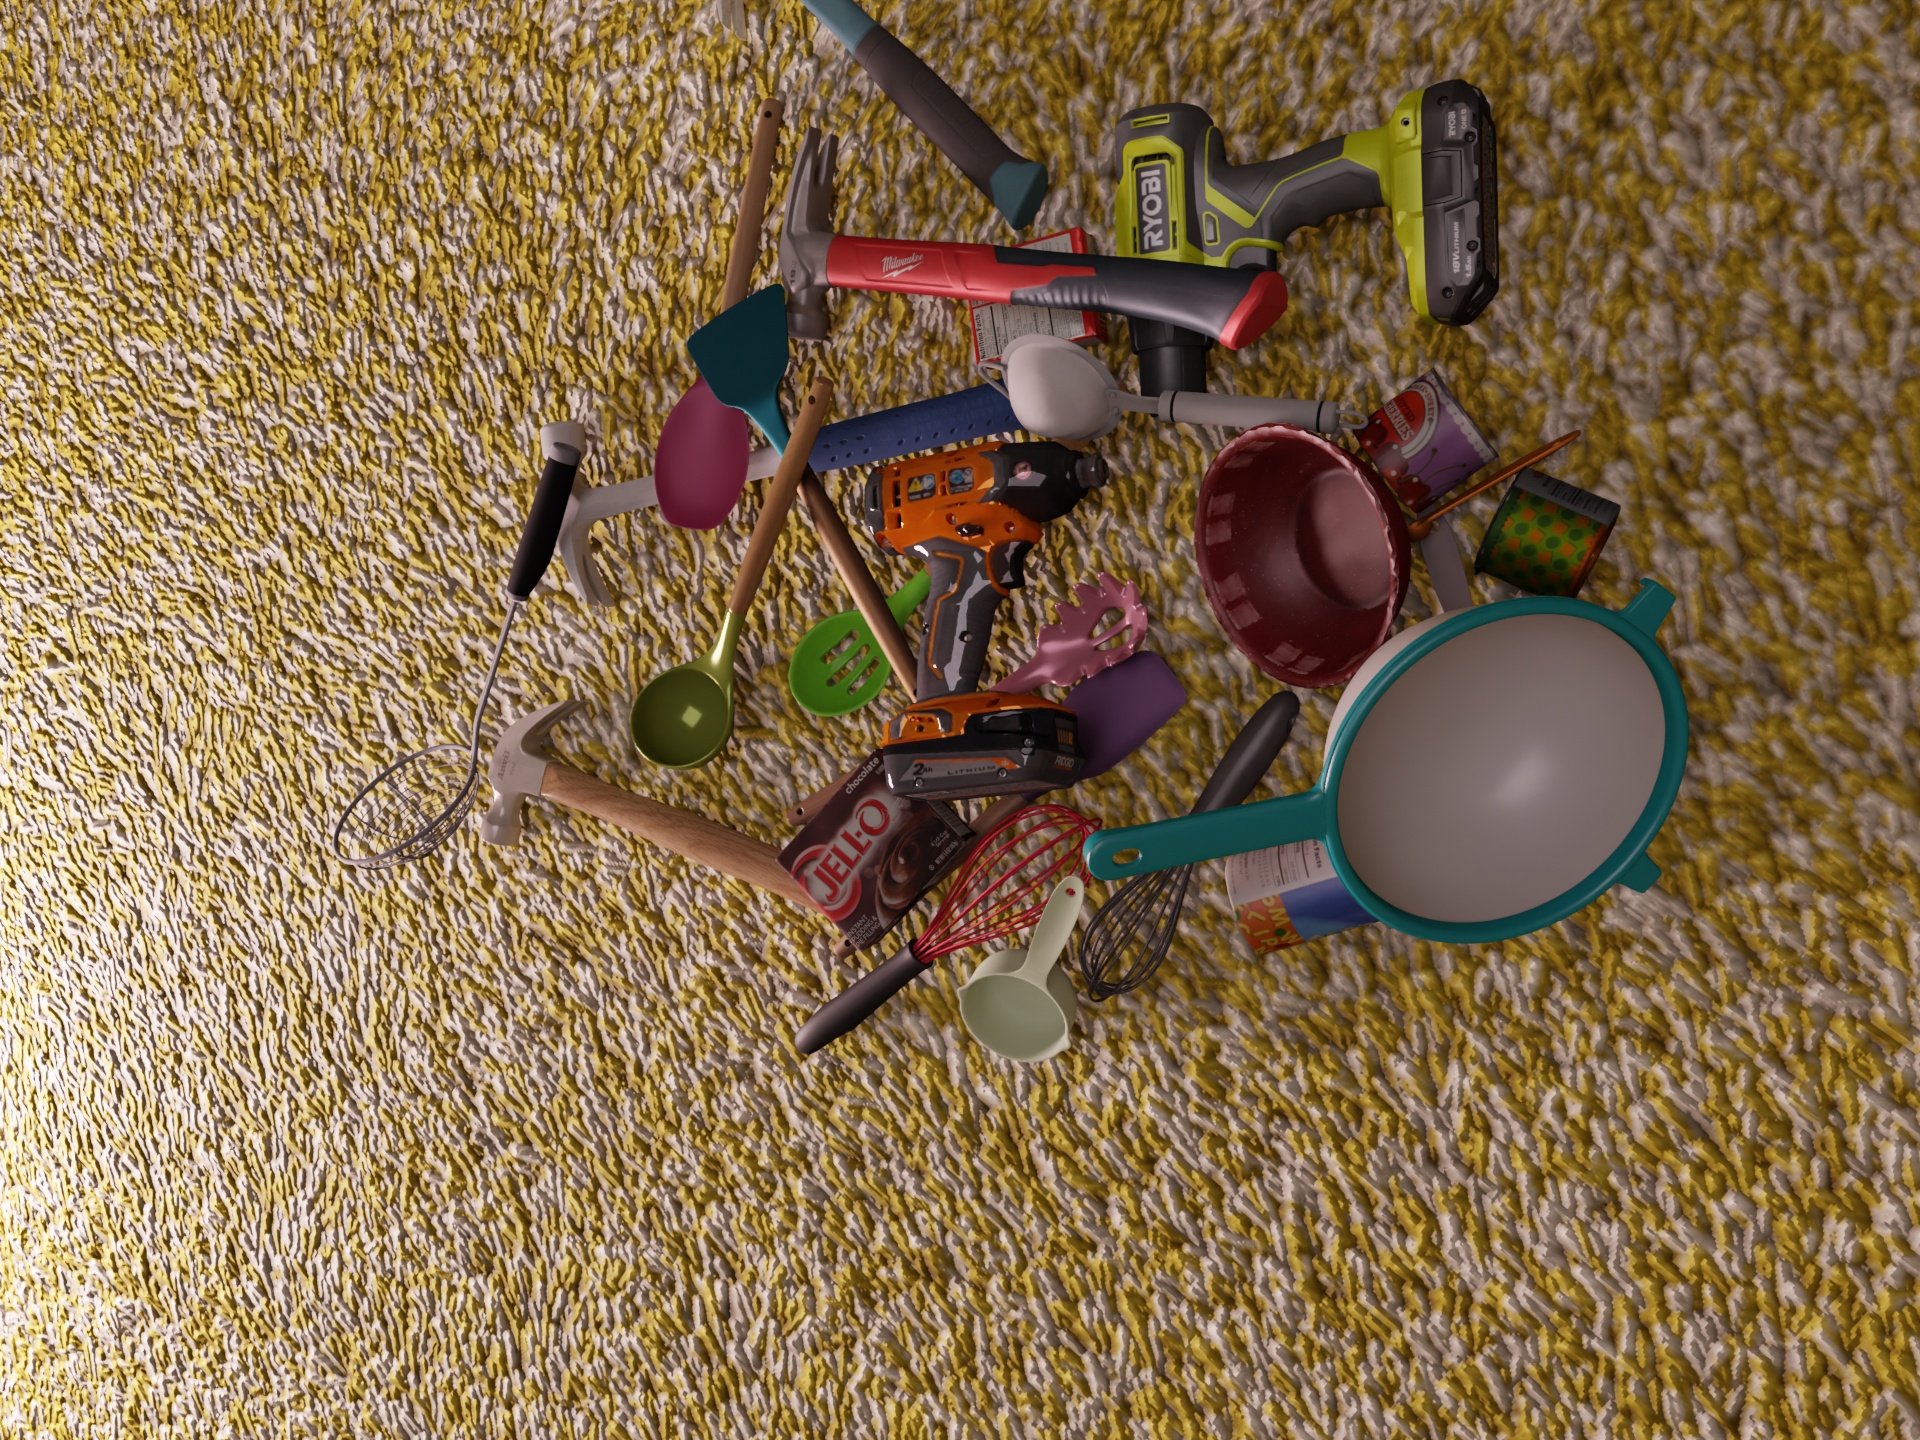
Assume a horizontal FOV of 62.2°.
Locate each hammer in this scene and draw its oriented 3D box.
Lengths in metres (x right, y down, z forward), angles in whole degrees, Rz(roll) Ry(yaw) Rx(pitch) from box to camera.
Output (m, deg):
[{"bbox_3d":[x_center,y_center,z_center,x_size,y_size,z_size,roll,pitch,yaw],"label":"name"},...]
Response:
[{"bbox_3d":[0.032,-0.300,1.016,0.386,0.038,0.143,17,103,36],"label":"hammer"},{"bbox_3d":[-0.128,-0.182,1.141,0.405,0.035,0.144,-9,87,24],"label":"hammer"},{"bbox_3d":[-0.054,-0.463,1.103,0.128,0.033,0.331,-46,74,17],"label":"hammer"},{"bbox_3d":[-0.218,0.077,1.190,0.331,0.031,0.130,19,99,22],"label":"hammer"}]

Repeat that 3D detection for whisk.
[{"bbox_3d":[0.148,0.082,1.023,0.055,0.055,0.239,36,100,19],"label":"whisk"},{"bbox_3d":[-0.014,0.149,1.088,0.296,0.073,0.073,-41,76,25],"label":"whisk"}]

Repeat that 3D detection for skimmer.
[{"bbox_3d":[-0.384,-0.049,1.211,0.363,0.090,0.127,-66,31,17],"label":"skimmer"}]

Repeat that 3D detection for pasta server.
[{"bbox_3d":[-0.002,-0.003,1.089,0.316,0.040,0.060,-31,71,23],"label":"pasta server"}]

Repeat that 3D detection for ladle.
[{"bbox_3d":[-0.154,-0.095,1.098,0.078,0.062,0.320,39,124,19],"label":"ladle"}]

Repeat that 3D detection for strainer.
[{"bbox_3d":[0.229,0.027,0.902,0.340,0.095,0.210,-11,116,-3],"label":"strainer"},{"bbox_3d":[0.120,-0.194,0.978,0.258,0.086,0.050,9,56,24],"label":"strainer"}]

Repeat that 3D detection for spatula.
[{"bbox_3d":[-0.092,-0.148,1.094,0.082,0.044,0.317,-28,89,14],"label":"spatula"},{"bbox_3d":[0.024,0.064,1.089,0.316,0.018,0.060,-42,74,18],"label":"spatula"}]

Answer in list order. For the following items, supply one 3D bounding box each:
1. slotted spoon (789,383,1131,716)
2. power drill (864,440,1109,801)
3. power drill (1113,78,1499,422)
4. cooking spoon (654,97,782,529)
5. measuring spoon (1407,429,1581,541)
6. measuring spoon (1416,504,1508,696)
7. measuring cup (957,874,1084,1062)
[{"bbox_3d":[0.000,-0.116,1.092,0.313,0.031,0.070,-43,75,17],"label":"slotted spoon"},{"bbox_3d":[0.022,-0.068,1.018,0.164,0.084,0.226,-8,79,27],"label":"power drill"},{"bbox_3d":[0.204,-0.286,0.970,0.228,0.080,0.190,-1,96,26],"label":"power drill"},{"bbox_3d":[-0.163,-0.291,1.136,0.069,0.017,0.319,9,86,9],"label":"cooking spoon"},{"bbox_3d":[0.318,-0.139,0.950,0.117,0.021,0.011,-31,99,16],"label":"measuring spoon"},{"bbox_3d":[0.302,-0.073,0.967,0.034,0.018,0.124,-18,77,20],"label":"measuring spoon"},{"bbox_3d":[0.054,0.153,1.036,0.083,0.038,0.167,25,125,7],"label":"measuring cup"}]
